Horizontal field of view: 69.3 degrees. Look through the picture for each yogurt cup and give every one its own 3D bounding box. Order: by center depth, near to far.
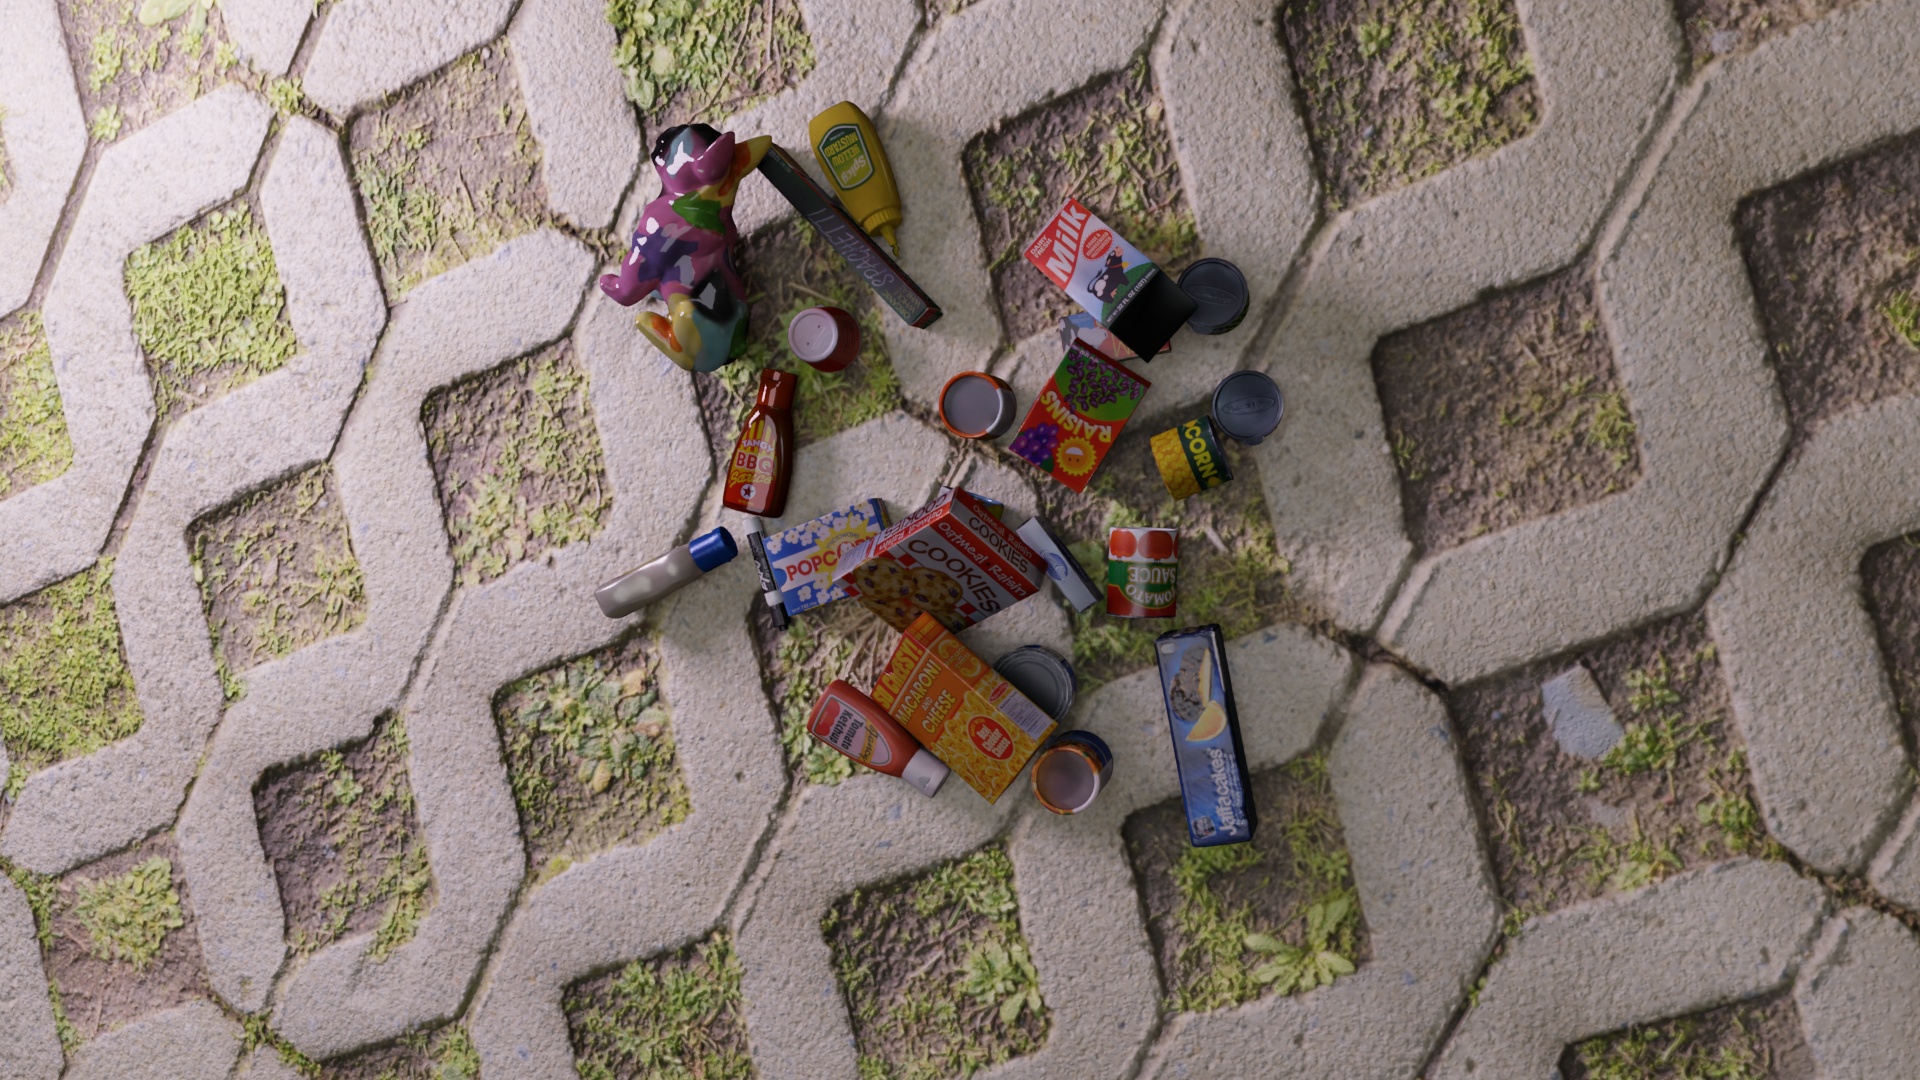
[{"bbox_3d":[-0.139,-0.204,1.395,0.072,0.054,0.072,1,93,14],"label":"yogurt cup"}]

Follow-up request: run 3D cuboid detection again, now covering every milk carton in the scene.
[{"bbox_3d":[0.128,-0.253,1.294,0.072,0.073,0.191,-49,47,10],"label":"milk carton"}]

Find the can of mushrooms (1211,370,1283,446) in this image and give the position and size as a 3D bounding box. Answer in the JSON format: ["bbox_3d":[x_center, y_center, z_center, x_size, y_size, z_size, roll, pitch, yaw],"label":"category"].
[{"bbox_3d":[0.270,-0.124,1.306,0.071,0.033,0.071,0,92,13],"label":"can of mushrooms"}]

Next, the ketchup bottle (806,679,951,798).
[{"bbox_3d":[-0.080,0.203,1.398,0.149,0.044,0.064,32,111,10],"label":"ketchup bottle"}]

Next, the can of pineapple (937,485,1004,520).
[{"bbox_3d":[0.005,-0.017,1.361,0.071,0.071,0.057,18,96,13],"label":"can of pineapple"}]

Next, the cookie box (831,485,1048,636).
[{"bbox_3d":[-0.020,0.029,1.319,0.123,0.040,0.167,40,132,-24],"label":"cookie box"}]

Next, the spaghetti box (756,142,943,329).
[{"bbox_3d":[-0.116,-0.306,1.388,0.028,0.050,0.250,-45,81,14],"label":"spaghetti box"}]

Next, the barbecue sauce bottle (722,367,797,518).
[{"bbox_3d":[-0.198,-0.100,1.418,0.065,0.044,0.148,14,95,14],"label":"barbecue sauce bottle"}]

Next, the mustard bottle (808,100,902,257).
[{"bbox_3d":[-0.094,-0.355,1.381,0.065,0.049,0.160,-27,85,15],"label":"mustard bottle"}]

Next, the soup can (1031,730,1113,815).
[{"bbox_3d":[0.105,0.220,1.332,0.071,0.084,0.071,1,92,15],"label":"soup can"}]

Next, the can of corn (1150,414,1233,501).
[{"bbox_3d":[0.216,-0.077,1.302,0.058,0.071,0.071,-22,87,15],"label":"can of corn"}]

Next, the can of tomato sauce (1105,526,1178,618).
[{"bbox_3d":[0.173,0.030,1.316,0.071,0.071,0.083,3,92,14],"label":"can of tomato sauce"}]

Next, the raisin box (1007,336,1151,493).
[{"bbox_3d":[0.113,-0.119,1.328,0.086,0.040,0.123,32,108,2],"label":"raisin box"}]

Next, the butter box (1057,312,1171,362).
[{"bbox_3d":[0.149,-0.198,1.339,0.103,0.024,0.053,-10,90,14],"label":"butter box"}]

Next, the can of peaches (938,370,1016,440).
[{"bbox_3d":[0.015,-0.131,1.357,0.071,0.058,0.071,1,92,14],"label":"can of peaches"}]

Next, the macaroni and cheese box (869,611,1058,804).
[{"bbox_3d":[-0.001,0.164,1.346,0.166,0.040,0.123,40,138,10],"label":"macaroni and cheese box"}]

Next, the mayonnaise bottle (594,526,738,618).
[{"bbox_3d":[-0.303,0.033,1.441,0.148,0.065,0.041,-27,88,9],"label":"mayonnaise bottle"}]

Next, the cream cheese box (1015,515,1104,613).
[{"bbox_3d":[0.097,0.023,1.344,0.024,0.053,0.104,-38,83,11],"label":"cream cheese box"}]

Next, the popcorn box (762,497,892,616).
[{"bbox_3d":[-0.126,0.016,1.407,0.126,0.038,0.085,-20,88,14],"label":"popcorn box"}]

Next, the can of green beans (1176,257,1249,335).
[{"bbox_3d":[0.236,-0.227,1.298,0.071,0.058,0.071,1,92,14],"label":"can of green beans"}]
